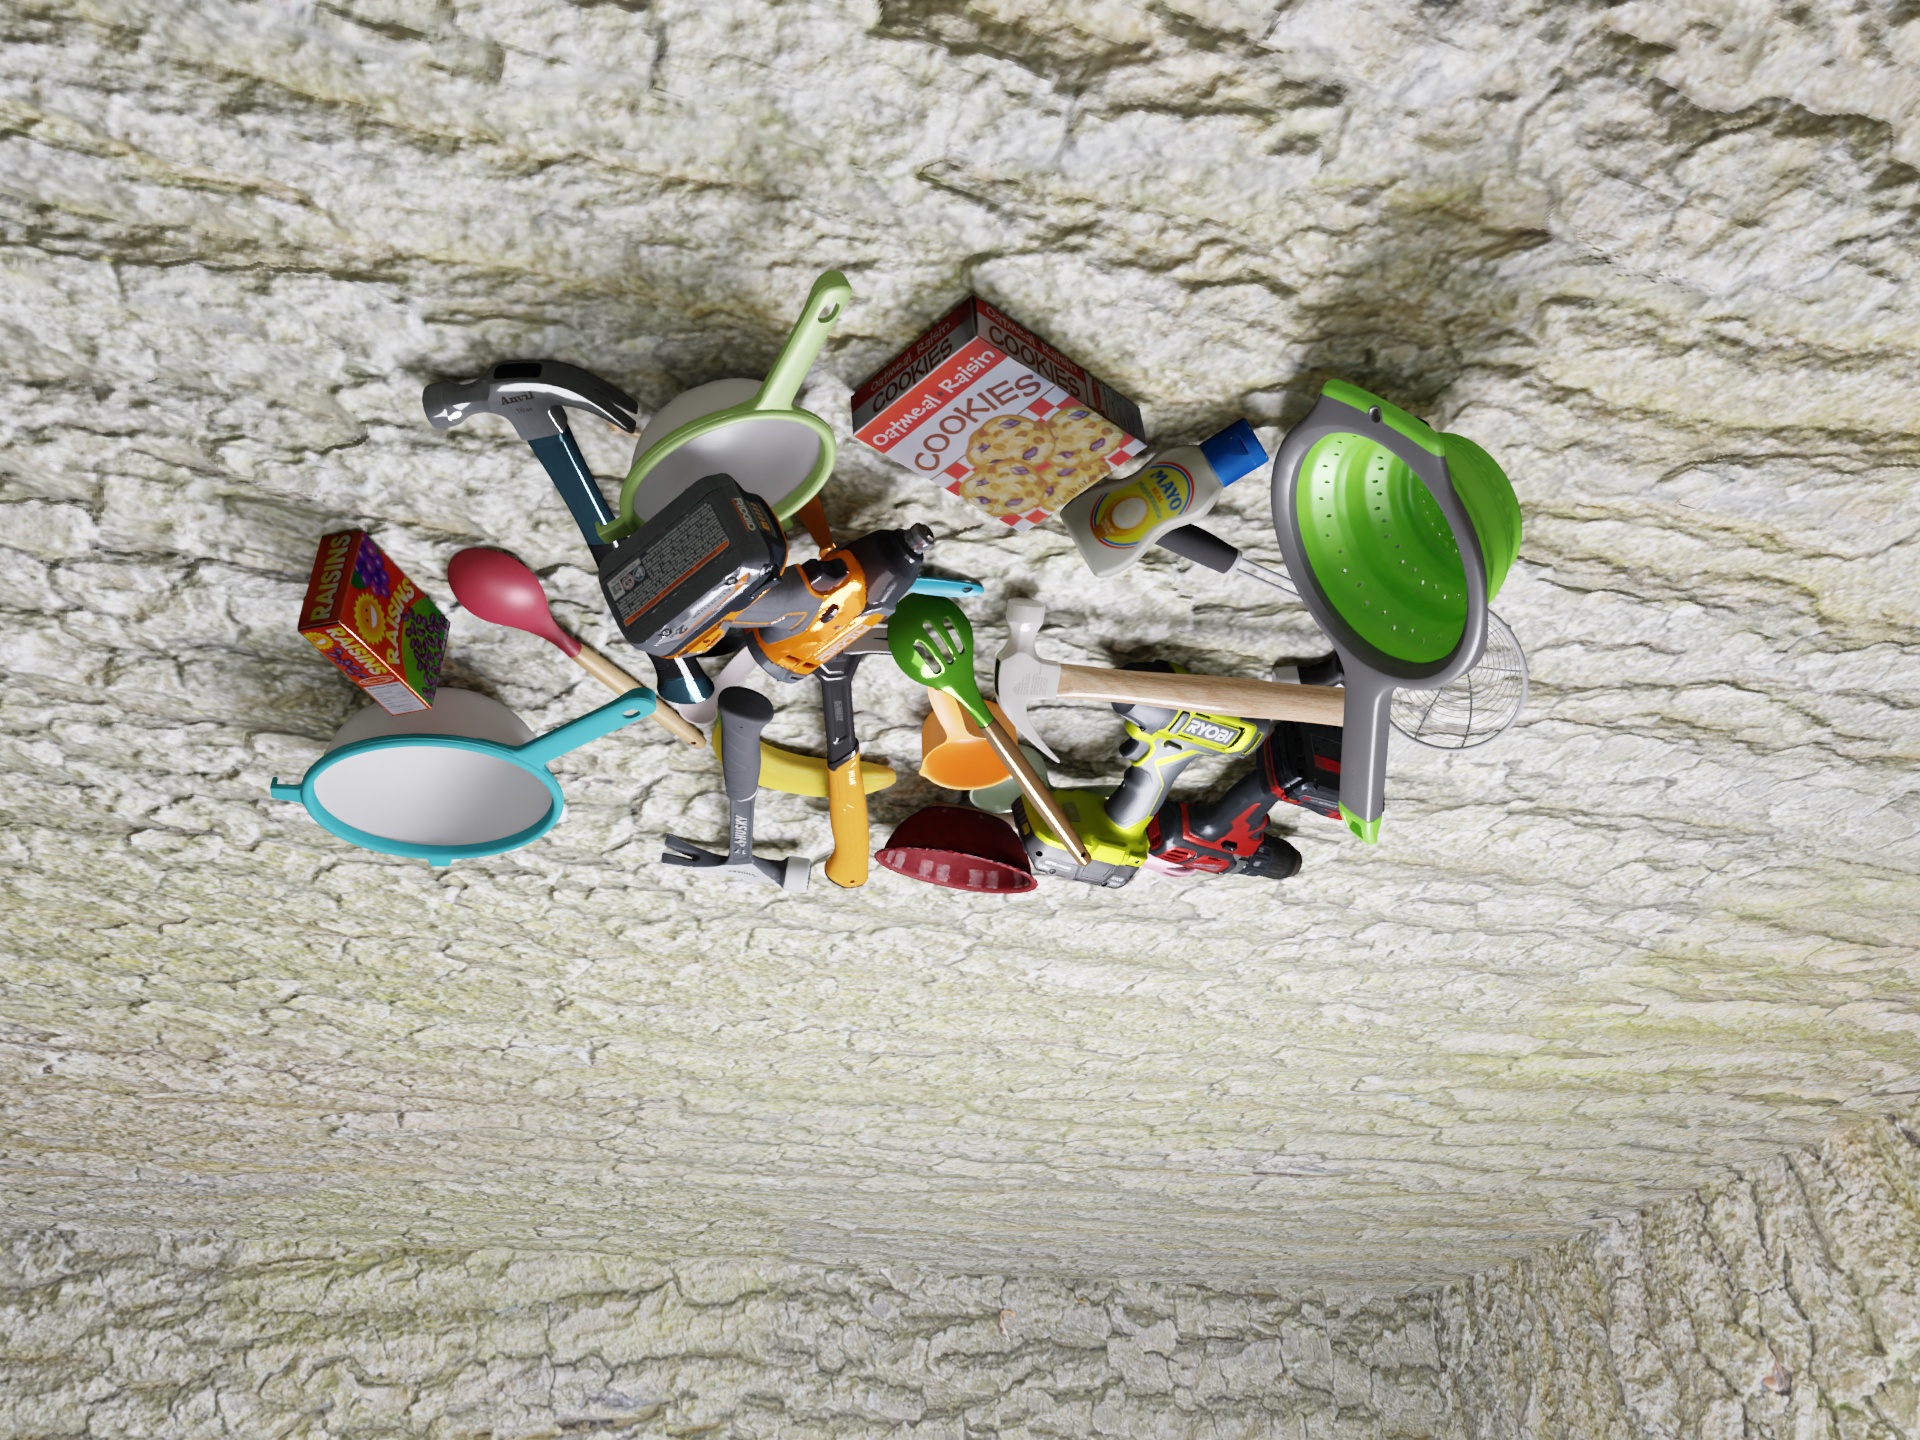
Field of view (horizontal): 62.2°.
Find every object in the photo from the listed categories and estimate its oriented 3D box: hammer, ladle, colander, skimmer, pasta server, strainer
[{"bbox_3d":[-0.201,0.068,1.434,0.149,0.036,0.408,9,154,-4],"label":"hammer"},{"bbox_3d":[0.336,-0.118,1.268,0.146,0.035,0.334,-5,147,3],"label":"hammer"},{"bbox_3d":[-0.304,-0.047,1.317,0.069,0.031,0.315,-18,146,20],"label":"ladle"},{"bbox_3d":[0.322,-0.070,1.142,0.094,0.205,0.396,-27,134,-19],"label":"colander"},{"bbox_3d":[-0.096,0.043,1.421,0.127,0.034,0.336,-6,140,-6],"label":"hammer"},{"bbox_3d":[0.263,-0.083,1.210,0.363,0.090,0.127,21,125,-17],"label":"skimmer"},{"bbox_3d":[0.116,0.115,1.617,0.316,0.040,0.060,14,143,-20],"label":"pasta server"},{"bbox_3d":[-0.139,-0.211,1.028,0.151,0.069,0.256,-8,153,-37],"label":"strainer"},{"bbox_3d":[-0.255,-0.125,1.157,0.128,0.033,0.330,-11,139,8],"label":"hammer"},{"bbox_3d":[0.190,-0.021,1.327,0.331,0.031,0.130,5,106,-11],"label":"hammer"},{"bbox_3d":[-0.392,0.011,1.335,0.340,0.095,0.210,-22,146,23],"label":"strainer"}]

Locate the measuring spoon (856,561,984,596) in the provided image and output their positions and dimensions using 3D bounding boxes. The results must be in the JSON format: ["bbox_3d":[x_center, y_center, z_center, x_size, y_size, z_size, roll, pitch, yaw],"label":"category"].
[{"bbox_3d":[-0.038,-0.115,1.253,0.128,0.021,0.042,5,148,-30],"label":"measuring spoon"}]

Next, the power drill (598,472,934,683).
[{"bbox_3d":[-0.123,-0.100,1.109,0.164,0.084,0.226,-35,161,20],"label":"power drill"}]

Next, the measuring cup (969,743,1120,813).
[{"bbox_3d":[0.087,0.053,1.508,0.167,0.038,0.083,1,146,-19],"label":"measuring cup"}]

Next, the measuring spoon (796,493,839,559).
[{"bbox_3d":[-0.111,-0.157,1.182,0.021,0.011,0.116,-11,143,9],"label":"measuring spoon"}]

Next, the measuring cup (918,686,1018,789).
[{"bbox_3d":[-0.002,-0.004,1.393,0.095,0.052,0.173,-10,144,10],"label":"measuring cup"}]

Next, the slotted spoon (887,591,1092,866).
[{"bbox_3d":[0.036,0.017,1.341,0.070,0.031,0.313,-42,122,-10],"label":"slotted spoon"}]

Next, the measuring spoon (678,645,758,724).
[{"bbox_3d":[-0.199,-0.038,1.356,0.034,0.018,0.124,32,128,-24],"label":"measuring spoon"}]

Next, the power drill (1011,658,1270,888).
[{"bbox_3d":[0.148,0.043,1.429,0.171,0.080,0.223,16,126,-29],"label":"power drill"}]

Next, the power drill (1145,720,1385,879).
[{"bbox_3d":[0.311,0.092,1.557,0.187,0.080,0.226,16,145,-28],"label":"power drill"}]
